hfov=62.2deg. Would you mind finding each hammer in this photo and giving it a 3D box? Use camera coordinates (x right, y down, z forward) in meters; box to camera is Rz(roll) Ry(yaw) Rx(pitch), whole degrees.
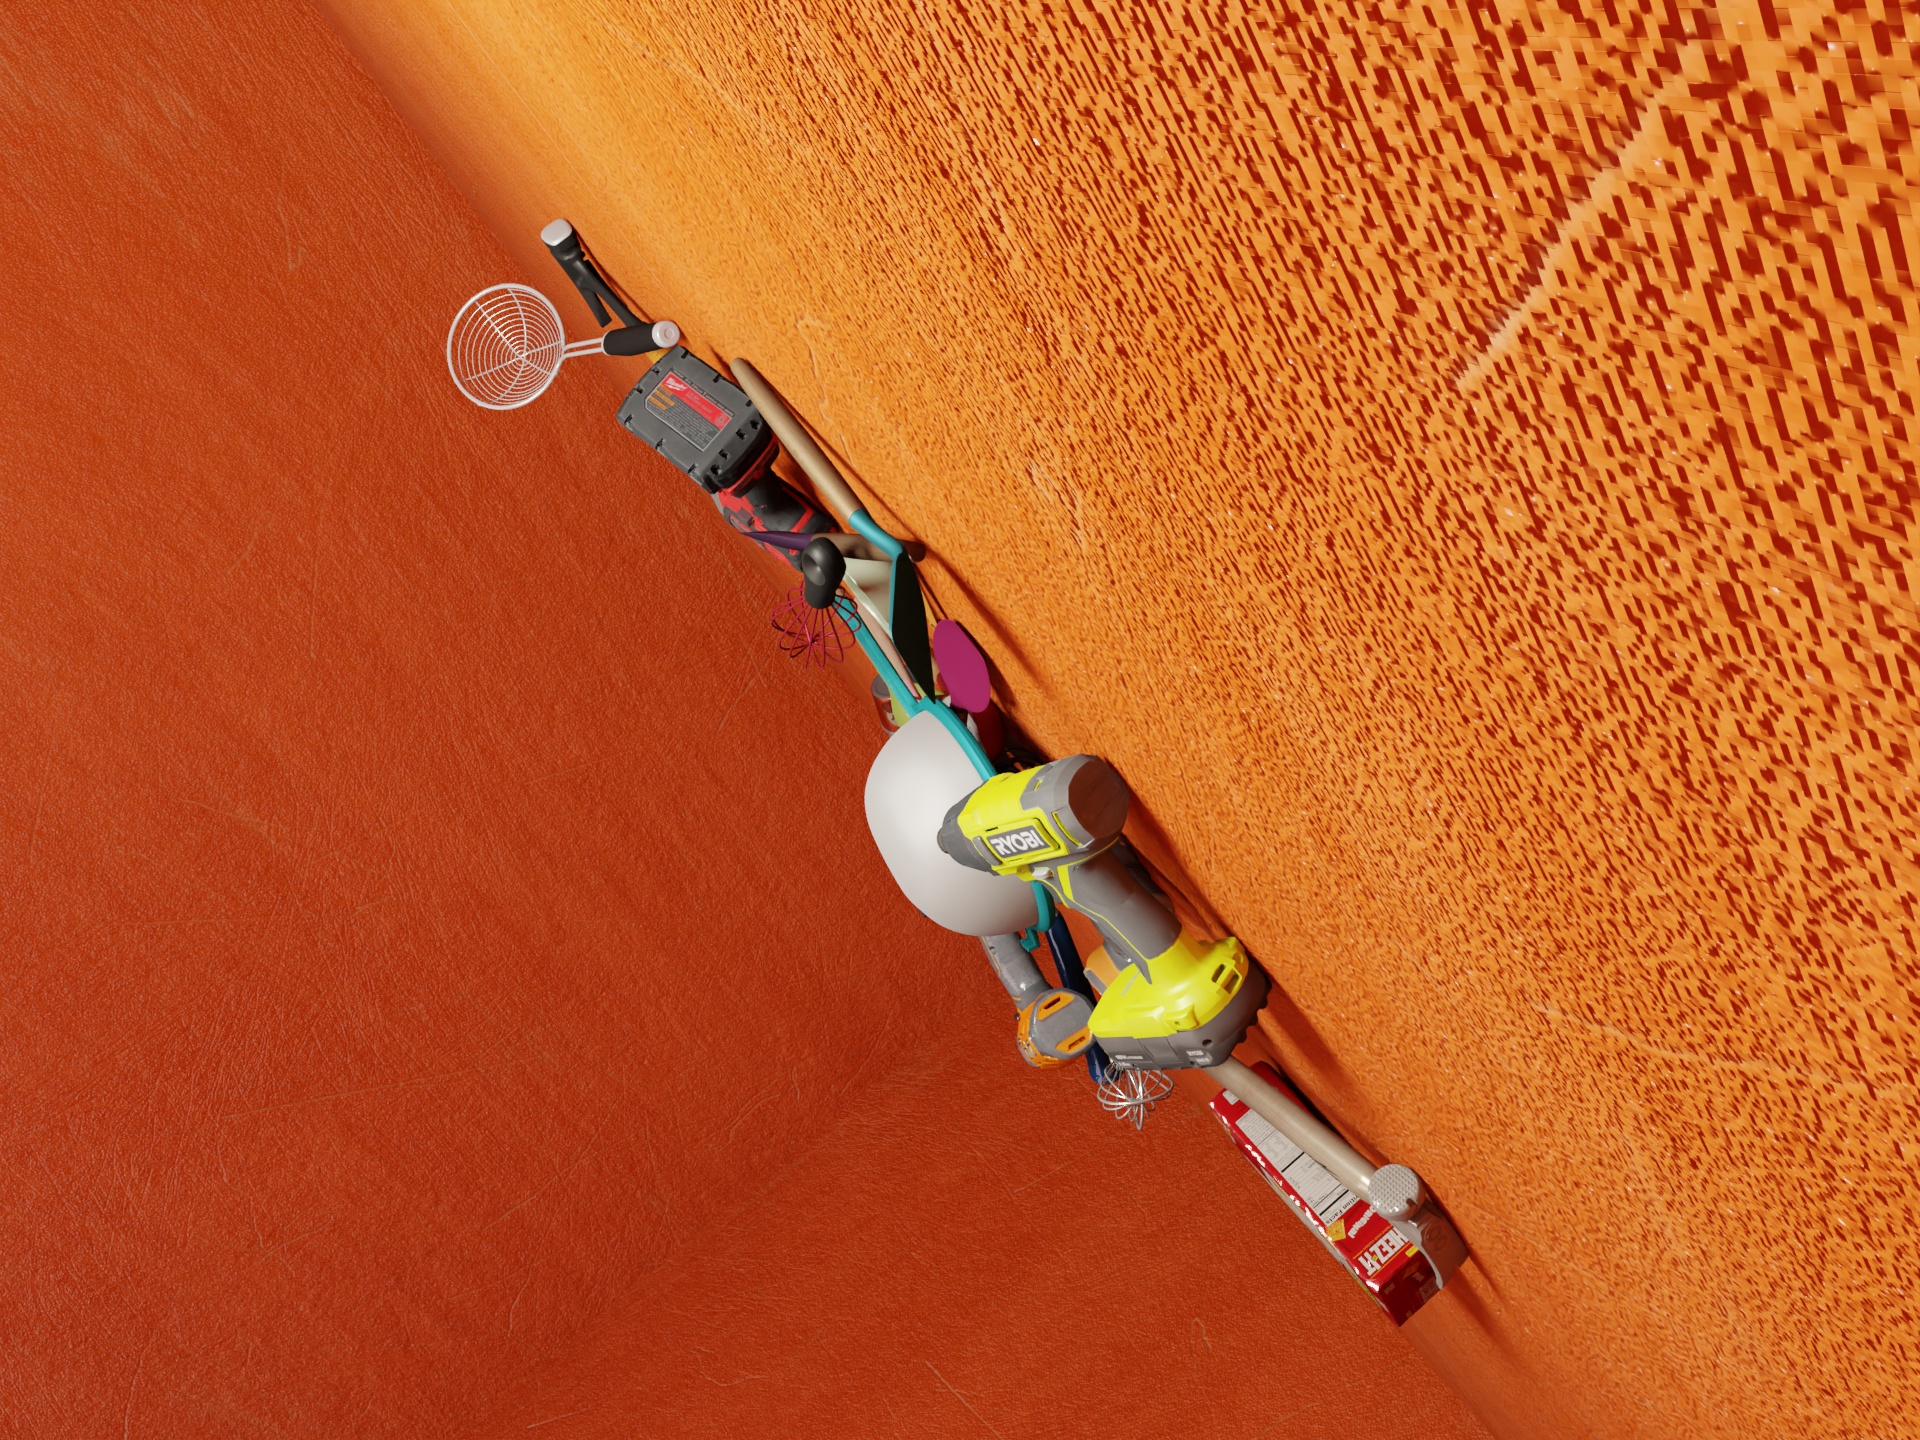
[{"bbox_3d":[0.239,0.305,1.301,0.411,0.038,0.146,34,166,51],"label":"hammer"},{"bbox_3d":[0.080,0.170,1.464,0.144,0.035,0.405,38,151,63],"label":"hammer"},{"bbox_3d":[-0.287,-0.348,1.497,0.337,0.034,0.127,48,174,33],"label":"hammer"}]

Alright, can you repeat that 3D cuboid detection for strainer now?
[{"bbox_3d":[-0.048,0.044,1.293,0.341,0.095,0.210,56,167,22],"label":"strainer"}]

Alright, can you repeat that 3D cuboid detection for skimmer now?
[{"bbox_3d":[-0.376,-0.355,1.480,0.090,0.127,0.363,13,180,-36],"label":"skimmer"}]

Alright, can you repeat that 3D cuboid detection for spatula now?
[{"bbox_3d":[-0.088,-0.143,1.040,0.318,0.044,0.082,53,178,34],"label":"spatula"},{"bbox_3d":[-0.092,-0.128,1.158,0.059,0.018,0.316,11,-177,-25],"label":"spatula"}]

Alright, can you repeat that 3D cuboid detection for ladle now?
[{"bbox_3d":[-0.084,-0.081,1.710,0.078,0.062,0.321,52,-178,-44],"label":"ladle"},{"bbox_3d":[-0.025,-0.046,1.417,0.316,0.031,0.069,48,161,56],"label":"ladle"}]

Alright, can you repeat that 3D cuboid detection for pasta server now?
[{"bbox_3d":[-0.066,-0.044,1.518,0.317,0.040,0.060,-120,26,-55],"label":"pasta server"}]

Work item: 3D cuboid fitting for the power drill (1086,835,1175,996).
[{"bbox_3d":[0.136,0.165,1.242,0.186,0.084,0.226,42,166,55],"label":"power drill"}]

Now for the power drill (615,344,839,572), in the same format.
[{"bbox_3d":[-0.190,-0.210,1.320,0.143,0.078,0.219,38,175,20],"label":"power drill"}]

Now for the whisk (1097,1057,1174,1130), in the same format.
[{"bbox_3d":[0.135,0.275,1.295,0.246,0.059,0.058,-69,-32,-86],"label":"whisk"}]

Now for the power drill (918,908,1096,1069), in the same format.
[{"bbox_3d":[0.041,0.217,1.455,0.227,0.084,0.164,57,167,14],"label":"power drill"}]

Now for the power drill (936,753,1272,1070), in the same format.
[{"bbox_3d":[0.089,0.128,1.066,0.223,0.080,0.171,51,146,-13],"label":"power drill"}]

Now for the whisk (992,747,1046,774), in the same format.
[{"bbox_3d":[0.103,0.110,1.335,0.238,0.055,0.055,48,177,-27],"label":"whisk"}]

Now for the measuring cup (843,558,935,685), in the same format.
[{"bbox_3d":[-0.043,-0.080,1.255,0.083,0.038,0.167,47,176,38],"label":"measuring cup"}]

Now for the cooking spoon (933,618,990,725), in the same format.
[{"bbox_3d":[-0.002,-0.004,1.276,0.069,0.017,0.318,52,165,14],"label":"cooking spoon"}]

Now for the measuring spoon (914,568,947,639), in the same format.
[{"bbox_3d":[-0.027,-0.095,1.156,0.021,0.011,0.116,40,167,35],"label":"measuring spoon"}]

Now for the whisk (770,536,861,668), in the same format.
[{"bbox_3d":[-0.105,-0.090,1.191,0.073,0.073,0.296,50,170,2],"label":"whisk"}]
